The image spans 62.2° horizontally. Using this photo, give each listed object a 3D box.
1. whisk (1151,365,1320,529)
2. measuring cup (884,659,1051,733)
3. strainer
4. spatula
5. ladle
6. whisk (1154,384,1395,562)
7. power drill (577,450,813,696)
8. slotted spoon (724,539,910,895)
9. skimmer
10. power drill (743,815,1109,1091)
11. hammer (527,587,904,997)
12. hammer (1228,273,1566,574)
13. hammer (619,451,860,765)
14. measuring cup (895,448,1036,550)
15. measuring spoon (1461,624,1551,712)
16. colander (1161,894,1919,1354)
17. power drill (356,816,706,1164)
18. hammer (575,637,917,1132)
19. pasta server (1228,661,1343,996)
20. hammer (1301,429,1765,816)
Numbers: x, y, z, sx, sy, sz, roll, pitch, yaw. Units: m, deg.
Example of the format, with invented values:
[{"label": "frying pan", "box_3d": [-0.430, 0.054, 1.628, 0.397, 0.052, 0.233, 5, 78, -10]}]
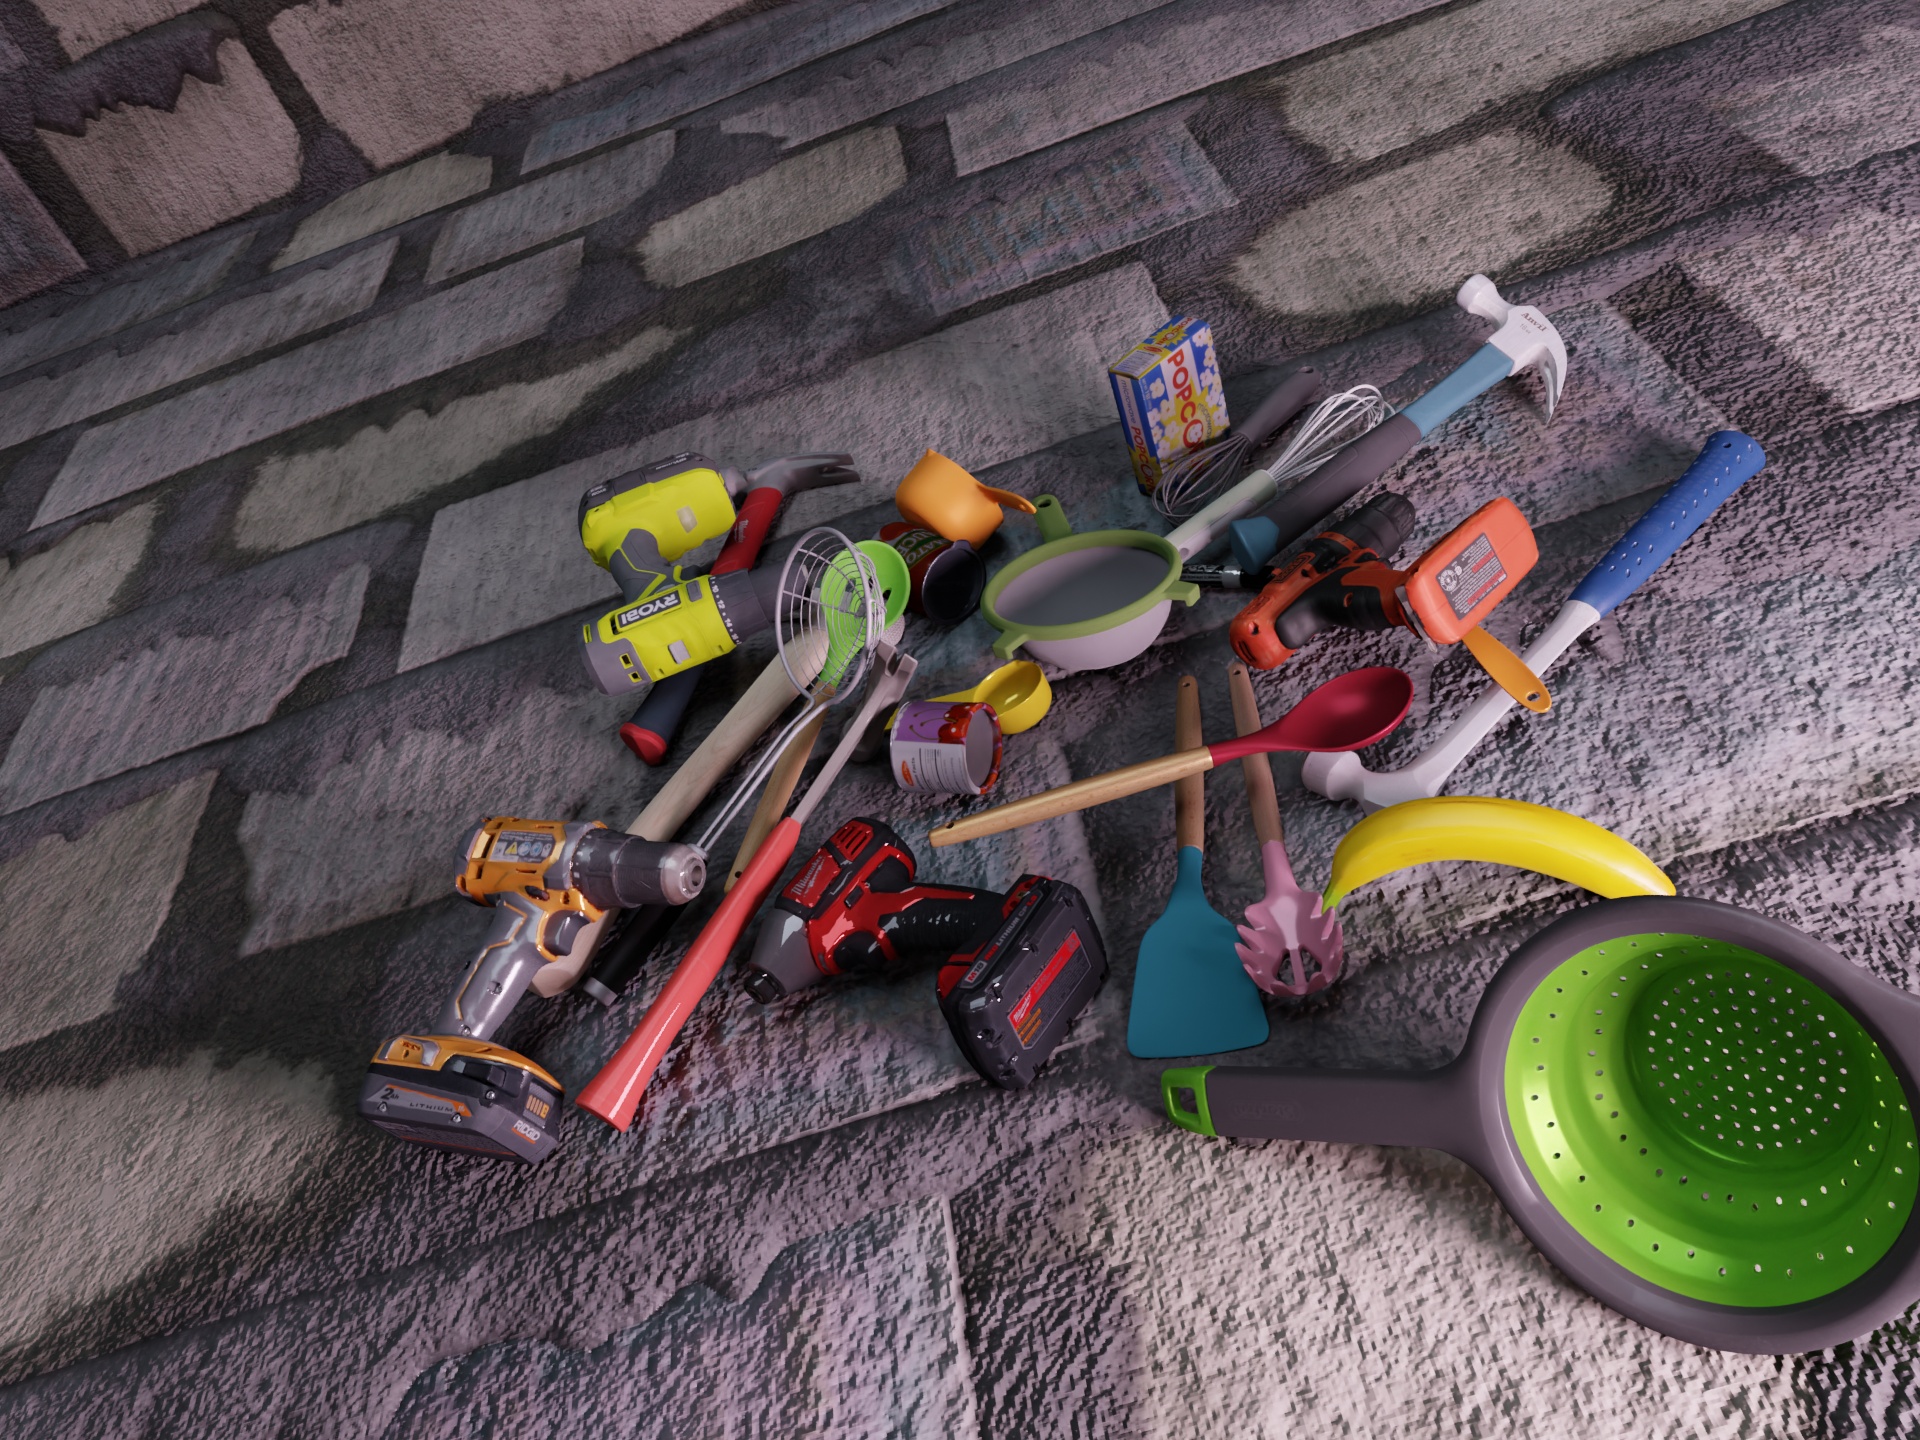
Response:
[{"label": "whisk", "box_3d": [0.234, -0.229, 1.307, 0.055, 0.055, 0.239, 16, 48, 39]}, {"label": "measuring cup", "box_3d": [-0.002, -0.004, 1.190, 0.156, 0.029, 0.062, -15, 37, 29]}, {"label": "strainer", "box_3d": [0.089, -0.103, 1.225, 0.151, 0.069, 0.257, -17, 28, 2]}, {"label": "spatula", "box_3d": [0.147, 0.077, 1.019, 0.082, 0.044, 0.318, -10, 36, 16]}, {"label": "ladle", "box_3d": [0.131, 0.030, 0.997, 0.315, 0.031, 0.069, -17, 33, 0]}, {"label": "whisk", "box_3d": [0.245, -0.189, 1.241, 0.246, 0.057, 0.059, -36, 49, -18]}, {"label": "power drill", "box_3d": [-0.232, -0.130, 1.342, 0.190, 0.080, 0.229, -22, 43, -1]}, {"label": "slotted spoon", "box_3d": [-0.113, -0.005, 1.199, 0.070, 0.031, 0.314, 18, 62, 6]}, {"label": "skimmer", "box_3d": [-0.169, 0.028, 1.122, 0.127, 0.090, 0.363, 12, 62, 51]}, {"label": "power drill", "box_3d": [-0.032, 0.142, 0.992, 0.220, 0.078, 0.143, 13, 50, 41]}, {"label": "hammer", "box_3d": [-0.207, 0.041, 1.224, 0.146, 0.038, 0.411, 10, 49, 36]}, {"label": "hammer", "box_3d": [0.331, -0.218, 1.215, 0.331, 0.033, 0.128, -37, 66, -15]}, {"label": "hammer", "box_3d": [-0.198, -0.110, 1.392, 0.143, 0.038, 0.387, -5, 42, 19]}, {"label": "measuring cup", "box_3d": [0.005, -0.167, 1.297, 0.052, 0.095, 0.174, -48, 28, -7]}, {"label": "measuring spoon", "box_3d": [0.338, -0.039, 1.009, 0.021, 0.011, 0.117, -30, 42, 2]}, {"label": "colander", "box_3d": [0.283, 0.179, 0.775, 0.397, 0.204, 0.094, -9, 4, 41]}, {"label": "power drill", "box_3d": [-0.274, 0.168, 1.042, 0.185, 0.084, 0.226, 1, 58, 24]}, {"label": "hammer", "box_3d": [-0.137, 0.108, 1.059, 0.037, 0.149, 0.359, 31, 62, 2]}, {"label": "pasta server", "box_3d": [0.192, 0.057, 1.002, 0.060, 0.040, 0.317, -14, 37, 12]}, {"label": "hammer", "box_3d": [0.405, -0.063, 1.038, 0.405, 0.035, 0.144, -41, 41, -21]}]
